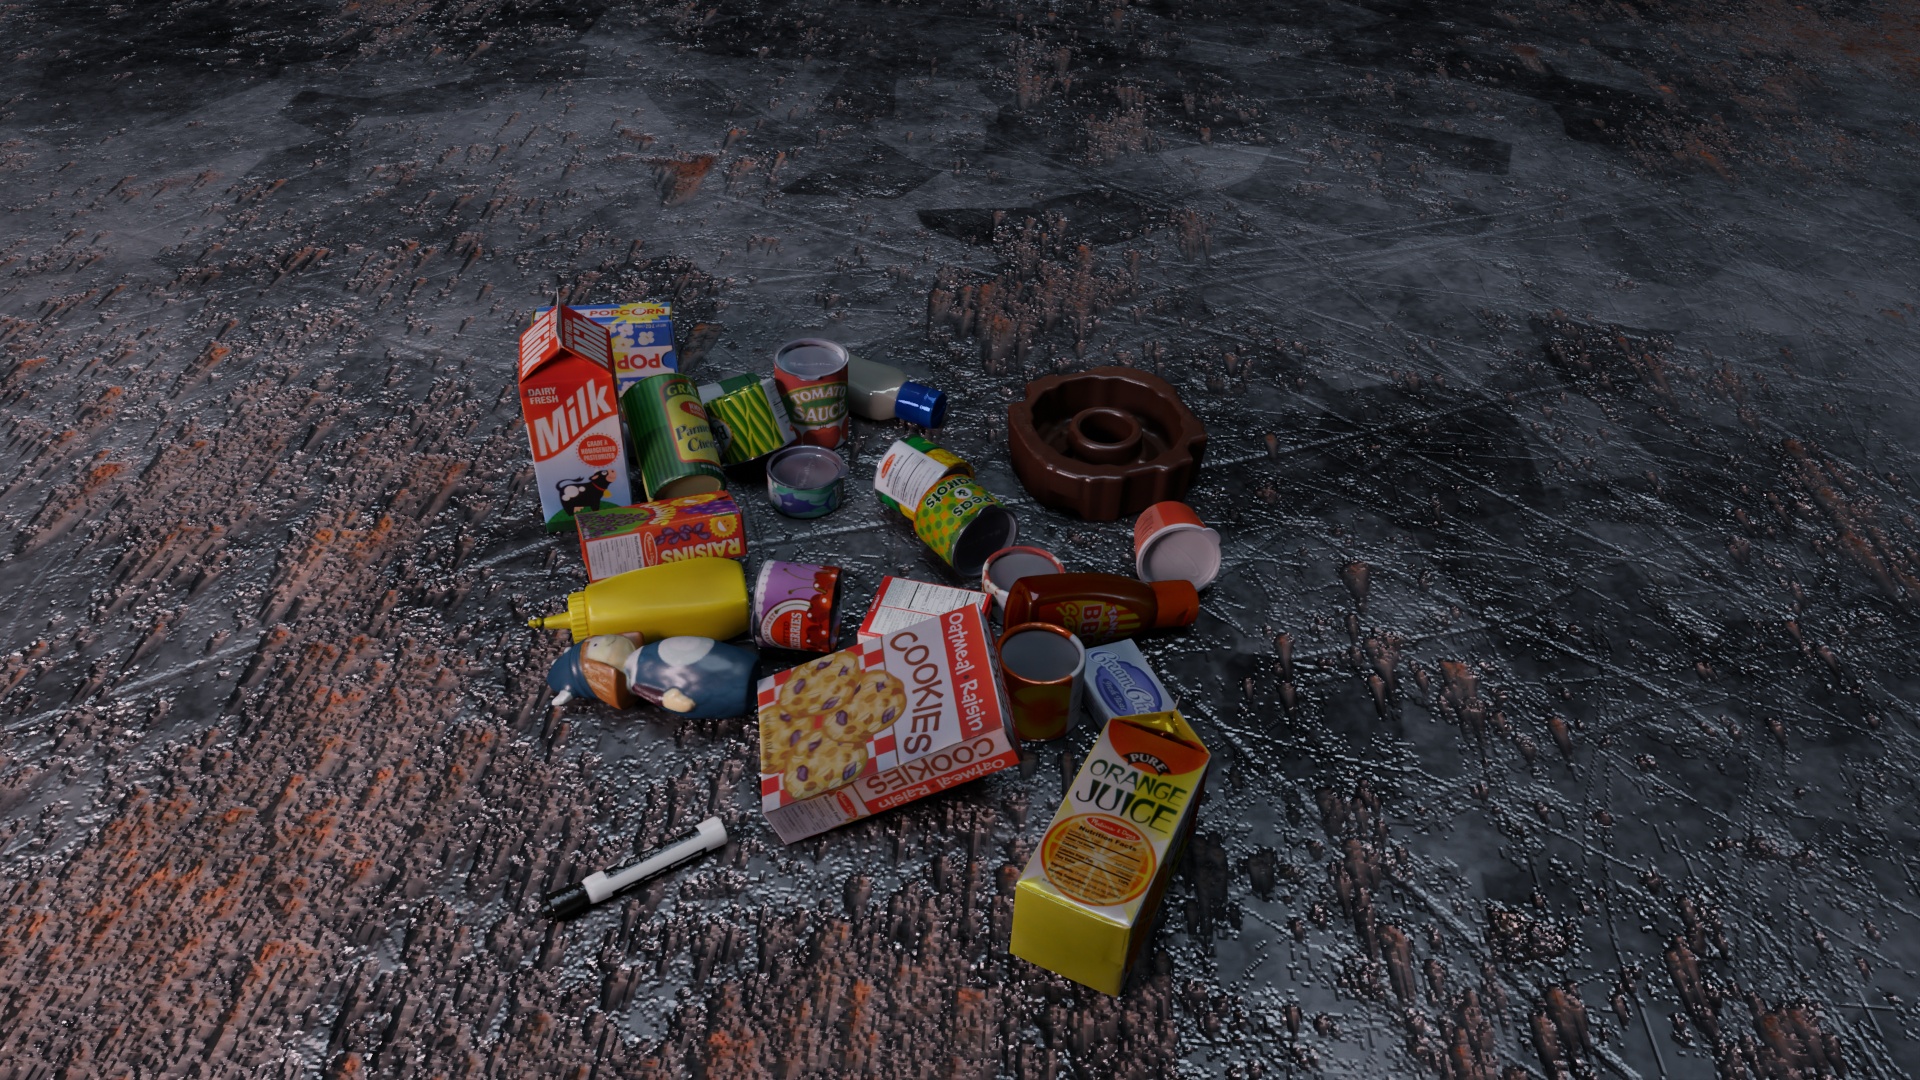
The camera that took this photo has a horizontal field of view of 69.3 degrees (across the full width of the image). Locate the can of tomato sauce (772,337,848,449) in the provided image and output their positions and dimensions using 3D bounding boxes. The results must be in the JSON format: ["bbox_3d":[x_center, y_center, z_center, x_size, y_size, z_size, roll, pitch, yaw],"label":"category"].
[{"bbox_3d":[-0.133,-0.129,1.250,0.071,0.082,0.071,2,38,-1],"label":"can of tomato sauce"}]

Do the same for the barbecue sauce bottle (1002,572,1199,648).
[{"bbox_3d":[0.109,0.052,1.056,0.149,0.064,0.044,-4,39,-22],"label":"barbecue sauce bottle"}]

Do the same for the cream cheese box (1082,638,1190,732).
[{"bbox_3d":[0.120,0.116,1.003,0.053,0.024,0.104,-11,40,-17],"label":"cream cheese box"}]

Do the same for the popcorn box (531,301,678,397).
[{"bbox_3d":[-0.329,-0.175,1.294,0.127,0.084,0.038,-4,38,-8],"label":"popcorn box"}]

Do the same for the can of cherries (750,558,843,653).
[{"bbox_3d":[-0.121,0.051,1.037,0.058,0.071,0.072,6,38,2],"label":"can of cherries"}]

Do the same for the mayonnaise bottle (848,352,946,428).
[{"bbox_3d":[-0.086,-0.142,1.305,0.148,0.041,0.065,19,42,18],"label":"mayonnaise bottle"}]

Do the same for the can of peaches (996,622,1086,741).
[{"bbox_3d":[0.053,0.100,0.992,0.071,0.057,0.071,2,39,-2],"label":"can of peaches"}]

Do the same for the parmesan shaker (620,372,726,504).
[{"bbox_3d":[-0.240,-0.080,1.173,0.071,0.071,0.103,-13,64,-19],"label":"parmesan shaker"}]

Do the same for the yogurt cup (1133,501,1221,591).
[{"bbox_3d":[0.171,0.004,1.118,0.072,0.072,0.054,-1,30,-5],"label":"yogurt cup"}]

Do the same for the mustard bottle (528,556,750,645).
[{"bbox_3d":[-0.241,0.052,1.043,0.160,0.048,0.065,-7,41,-12],"label":"mustard bottle"}]

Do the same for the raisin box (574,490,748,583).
[{"bbox_3d":[-0.238,-0.006,1.101,0.124,0.040,0.086,-10,16,-16],"label":"raisin box"}]

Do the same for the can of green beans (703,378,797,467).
[{"bbox_3d":[-0.184,-0.104,1.215,0.071,0.057,0.071,-20,12,5],"label":"can of green beans"}]

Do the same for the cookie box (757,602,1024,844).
[{"bbox_3d":[-0.050,0.120,0.932,0.167,0.040,0.123,-20,39,6],"label":"cookie box"}]

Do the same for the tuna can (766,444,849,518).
[{"bbox_3d":[-0.130,-0.051,1.191,0.071,0.032,0.071,2,38,-1],"label":"tuna can"}]

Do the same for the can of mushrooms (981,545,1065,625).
[{"bbox_3d":[0.049,0.035,1.094,0.071,0.033,0.071,1,39,-1],"label":"can of mushrooms"}]

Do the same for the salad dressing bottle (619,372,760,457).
[{"bbox_3d":[-0.250,-0.117,1.259,0.148,0.043,0.064,-20,49,-26],"label":"salad dressing bottle"}]

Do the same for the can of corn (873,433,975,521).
[{"bbox_3d":[-0.029,-0.048,1.171,0.058,0.070,0.071,31,46,30],"label":"can of corn"}]

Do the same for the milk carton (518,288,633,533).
[{"bbox_3d":[-0.311,-0.104,1.121,0.073,0.189,0.072,-7,39,-11],"label":"milk carton"}]

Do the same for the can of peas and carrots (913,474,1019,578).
[{"bbox_3d":[0.004,-0.014,1.123,0.071,0.070,0.059,-23,44,-28],"label":"can of peas and carrots"}]

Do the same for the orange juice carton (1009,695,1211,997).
[{"bbox_3d":[0.104,0.182,0.881,0.073,0.071,0.194,18,41,18],"label":"orange juice carton"}]
